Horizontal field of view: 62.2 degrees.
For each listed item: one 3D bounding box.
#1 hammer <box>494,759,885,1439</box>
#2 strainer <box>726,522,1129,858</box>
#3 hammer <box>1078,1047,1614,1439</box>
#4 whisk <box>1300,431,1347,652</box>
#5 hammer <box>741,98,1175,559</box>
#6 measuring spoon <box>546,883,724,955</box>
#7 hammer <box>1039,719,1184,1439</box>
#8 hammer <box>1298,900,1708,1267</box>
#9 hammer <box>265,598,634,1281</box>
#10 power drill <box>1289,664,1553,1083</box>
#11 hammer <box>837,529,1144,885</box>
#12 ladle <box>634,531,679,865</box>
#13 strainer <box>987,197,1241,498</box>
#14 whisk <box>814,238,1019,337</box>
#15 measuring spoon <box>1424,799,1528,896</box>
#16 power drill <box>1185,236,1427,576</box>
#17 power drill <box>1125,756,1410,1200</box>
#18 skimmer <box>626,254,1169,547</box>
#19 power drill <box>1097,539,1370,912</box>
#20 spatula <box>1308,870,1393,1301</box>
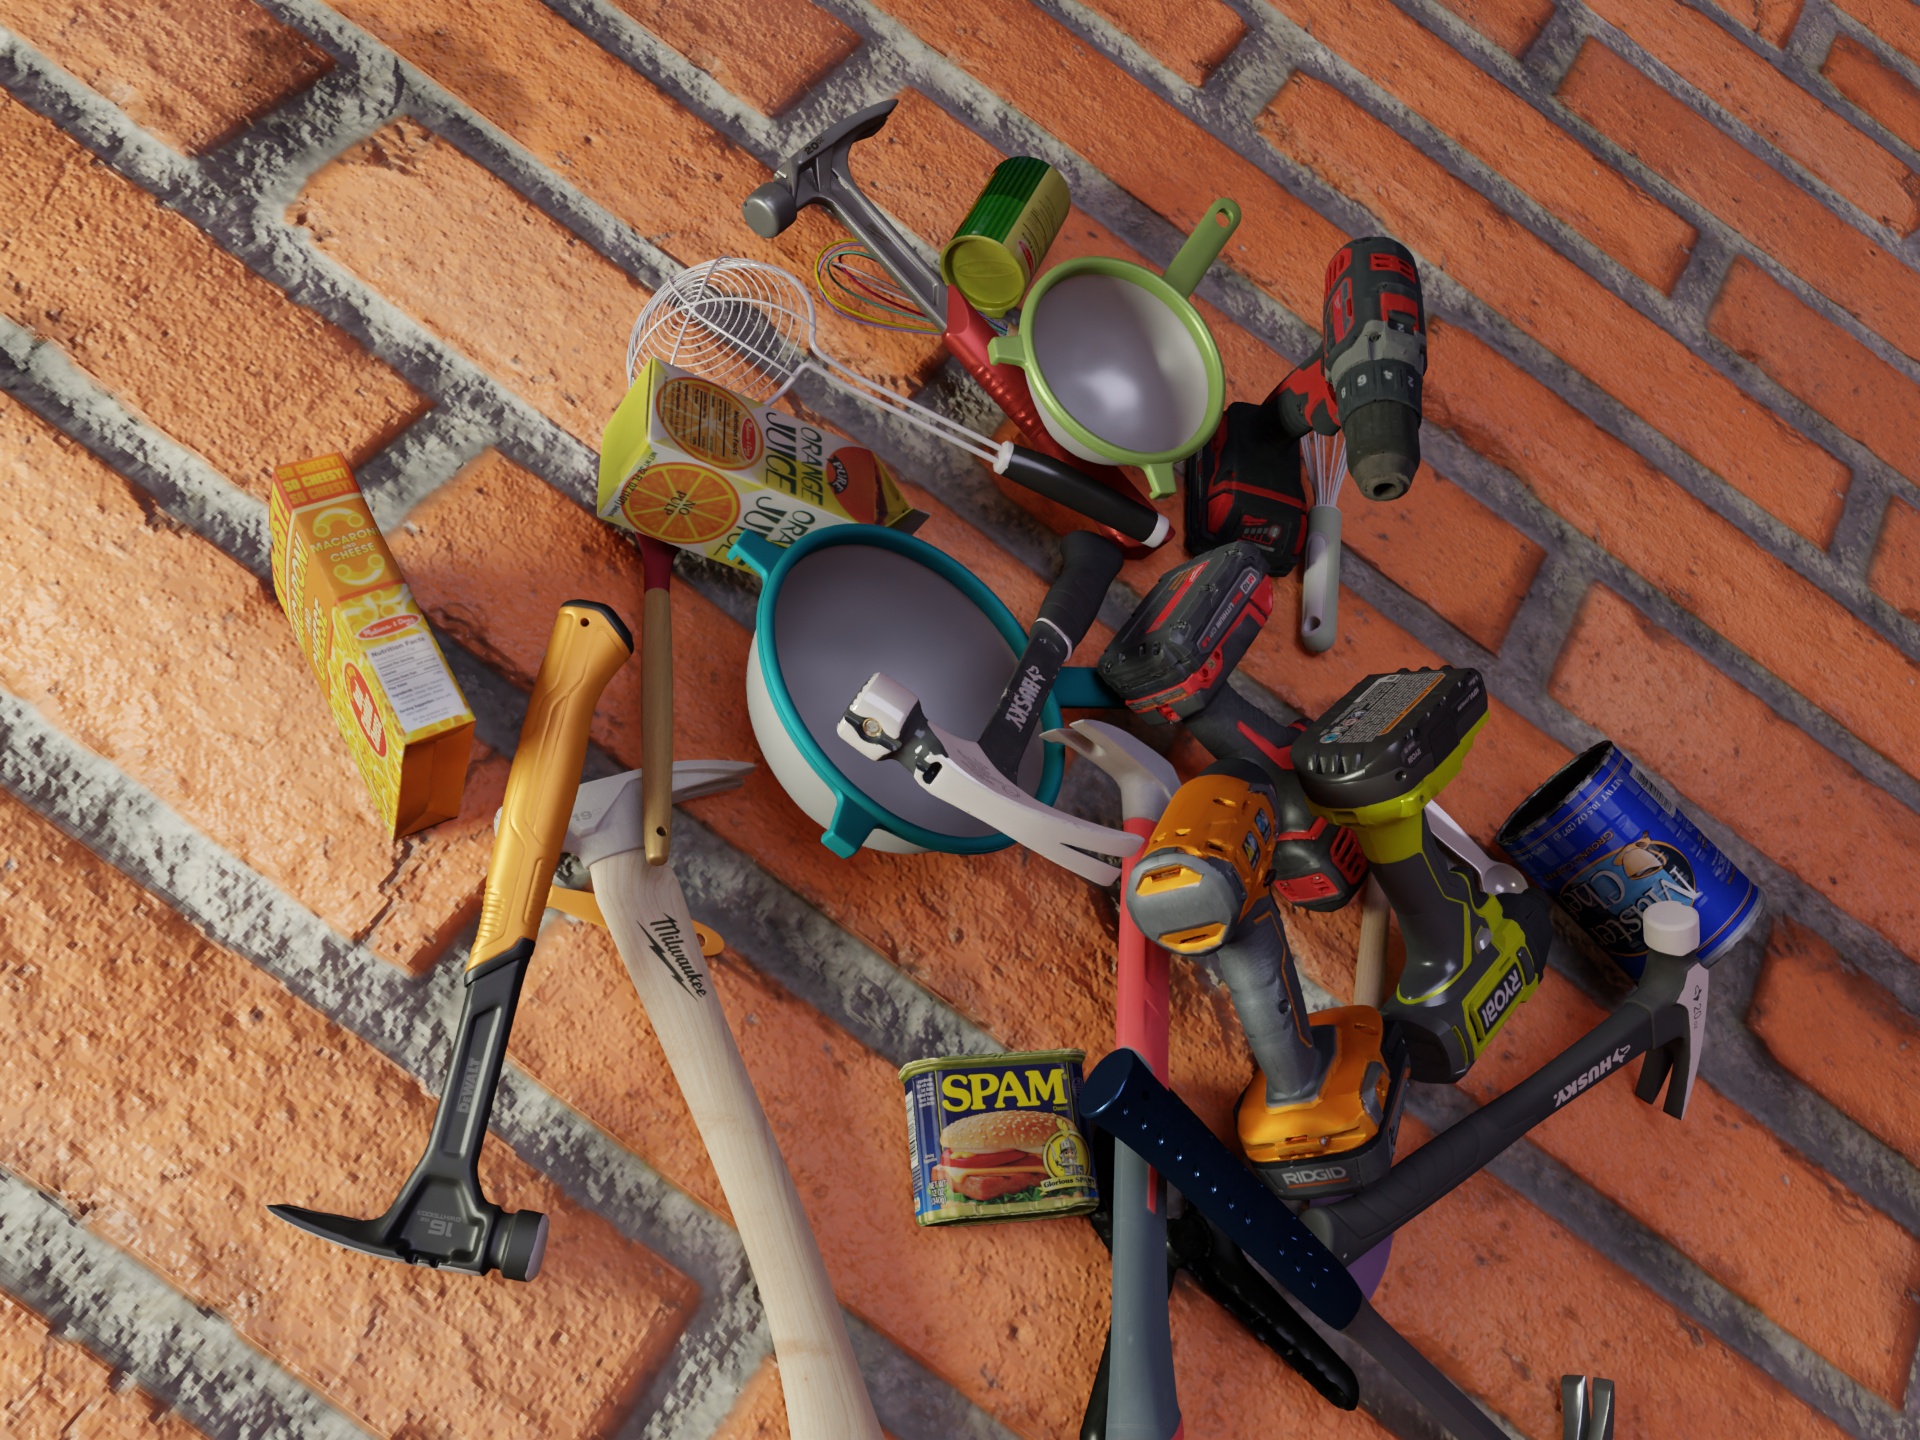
[{"bbox_3d":[-0.108,0.213,0.827,0.146,0.038,0.411,-14,72,-32],"label":"hammer"},{"bbox_3d":[-0.002,-0.003,0.967,0.340,0.095,0.211,-1,62,-44],"label":"strainer"},{"bbox_3d":[0.213,0.313,0.842,0.405,0.035,0.144,45,56,-14],"label":"hammer"},{"bbox_3d":[0.268,-0.159,1.168,0.059,0.058,0.246,33,56,-40],"label":"whisk"},{"bbox_3d":[0.021,-0.256,1.087,0.359,0.036,0.149,47,59,-6],"label":"hammer"},{"bbox_3d":[-0.186,0.109,0.873,0.117,0.011,0.021,19,58,-15],"label":"measuring spoon"},{"bbox_3d":[0.089,0.187,0.856,0.143,0.038,0.387,34,49,-40],"label":"hammer"},{"bbox_3d":[0.329,0.242,0.952,0.335,0.035,0.146,-25,118,-23],"label":"hammer"},{"bbox_3d":[-0.232,0.096,0.794,0.127,0.034,0.337,12,72,-4],"label":"hammer"},{"bbox_3d":[0.297,0.086,0.982,0.171,0.080,0.223,-36,111,-37],"label":"power drill"},{"bbox_3d":[0.053,-0.037,0.895,0.149,0.036,0.409,34,25,-1],"label":"hammer"},{"bbox_3d":[-0.174,-0.053,0.922,0.069,0.031,0.316,11,50,-24],"label":"ladle"},{"bbox_3d":[0.120,-0.263,1.078,0.151,0.069,0.256,38,59,-8],"label":"strainer"},{"bbox_3d":[0.013,-0.286,1.137,0.245,0.051,0.047,18,53,-15],"label":"whisk"},{"bbox_3d":[0.335,0.084,1.088,0.034,0.018,0.124,-37,74,-27],"label":"measuring spoon"},{"bbox_3d":[0.234,-0.183,1.057,0.080,0.226,0.188,13,60,-15],"label":"power drill"},{"bbox_3d":[0.177,0.134,0.898,0.226,0.084,0.164,63,31,-15],"label":"power drill"},{"bbox_3d":[-0.036,-0.189,1.037,0.363,0.090,0.127,23,71,-17],"label":"skimmer"},{"bbox_3d":[0.202,0.001,1.017,0.219,0.078,0.143,49,57,-14],"label":"power drill"},{"bbox_3d":[0.253,0.201,0.989,0.059,0.018,0.316,23,59,-15],"label":"spatula"}]
